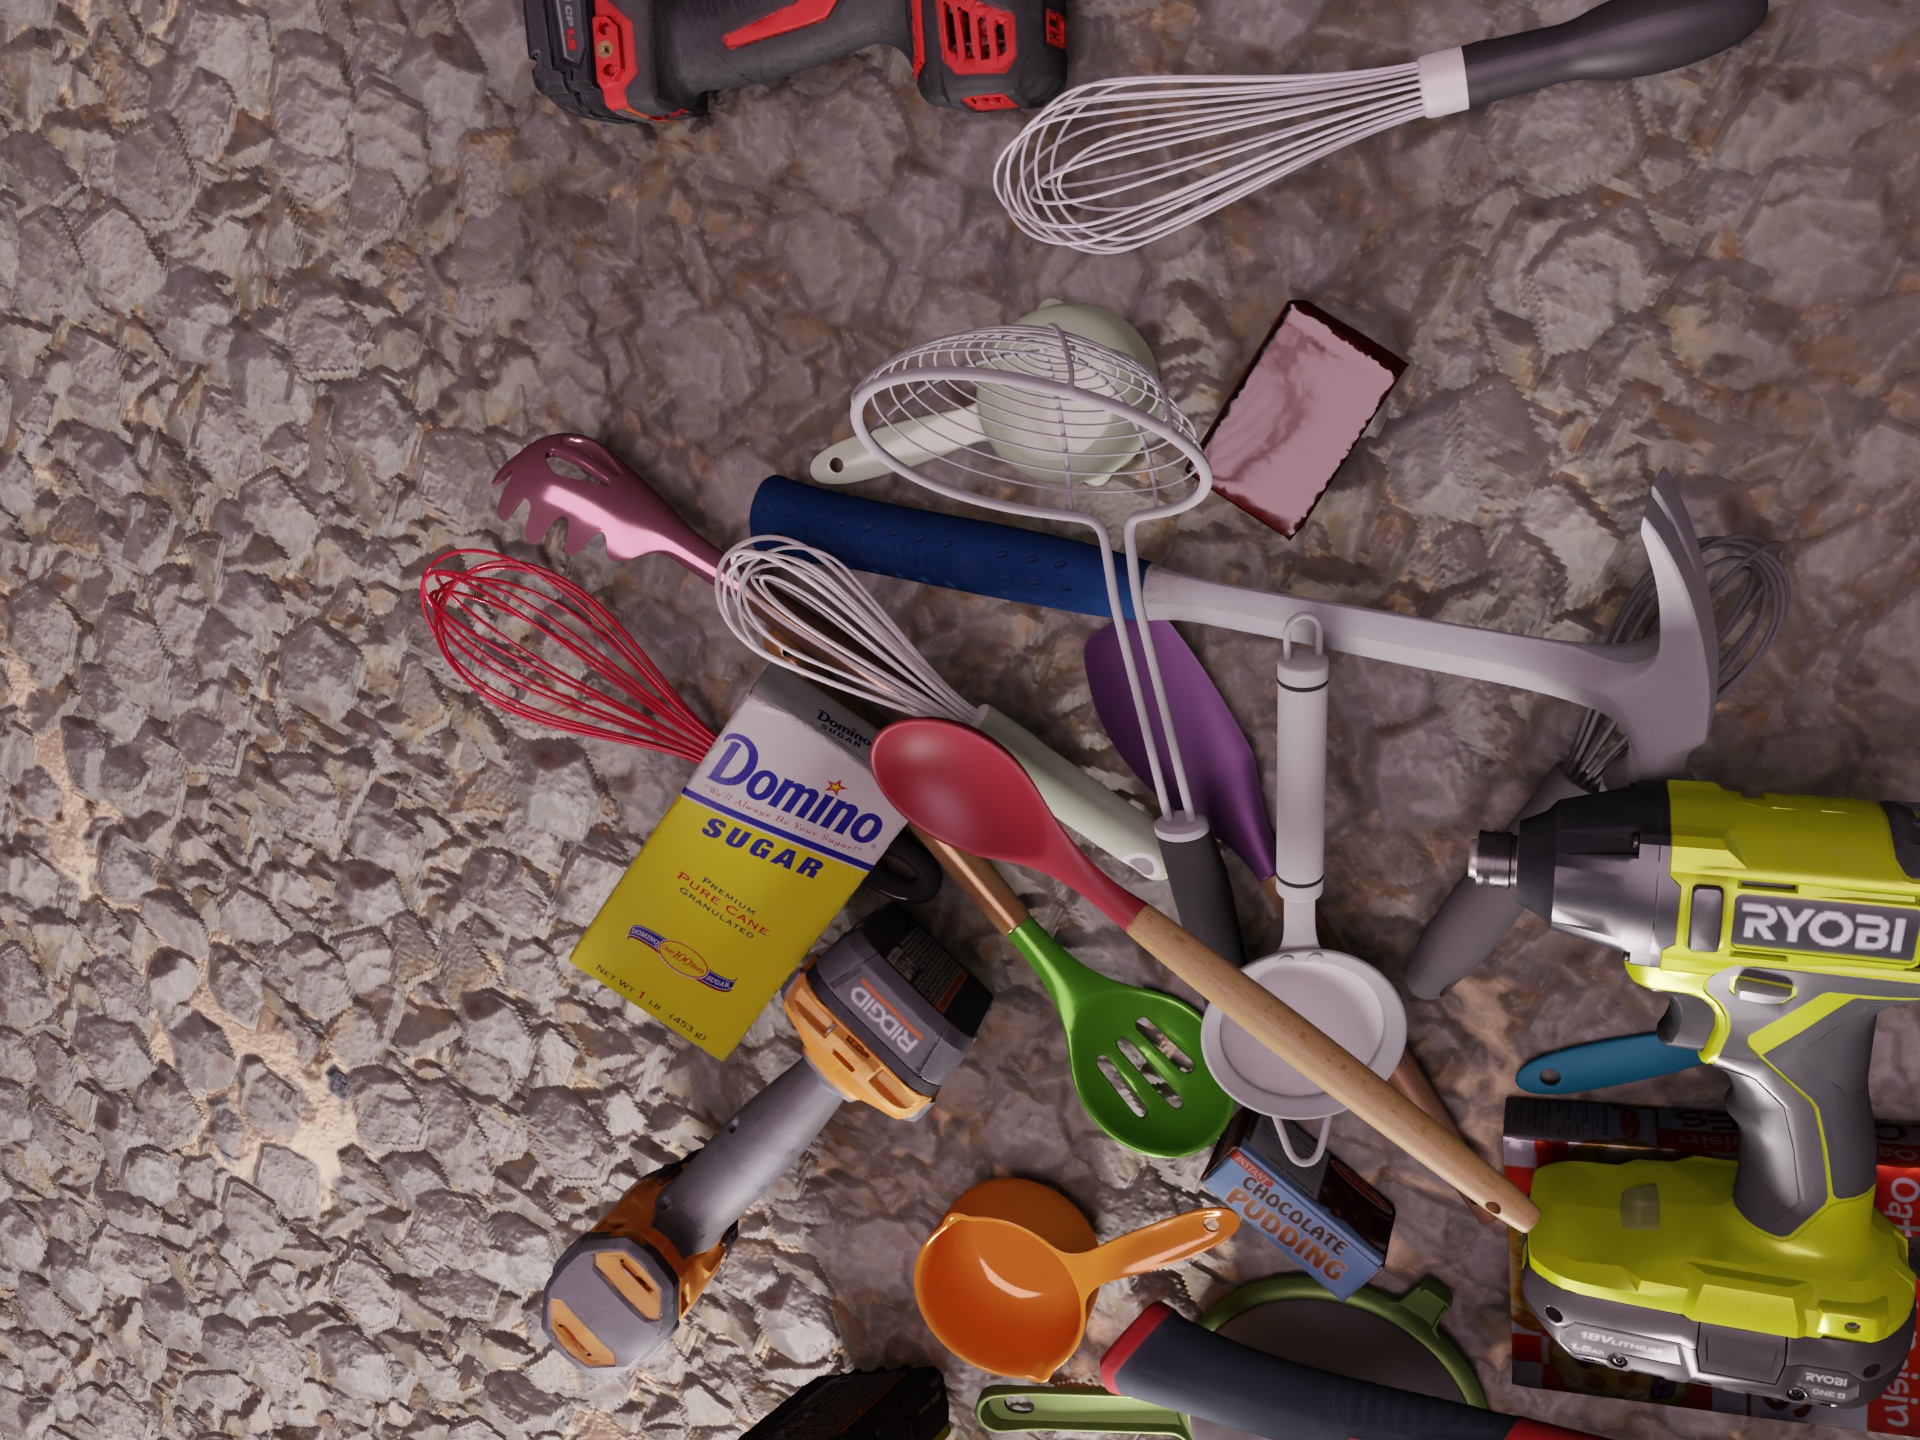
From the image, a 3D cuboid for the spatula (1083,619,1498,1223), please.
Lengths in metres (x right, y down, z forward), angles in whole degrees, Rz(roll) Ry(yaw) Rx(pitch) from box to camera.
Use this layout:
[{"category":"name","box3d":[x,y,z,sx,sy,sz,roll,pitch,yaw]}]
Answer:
[{"category":"spatula","box3d":[0.151,0.090,0.709,0.060,0.018,0.316,-33,91,35]}]

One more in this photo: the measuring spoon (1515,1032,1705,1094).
[{"category":"measuring spoon","box3d":[0.298,0.143,0.666,0.128,0.021,0.042,-18,98,23]}]

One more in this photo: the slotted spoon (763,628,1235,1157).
[{"category":"slotted spoon","box3d":[0.012,0.075,0.750,0.070,0.031,0.314,-40,85,-7]}]

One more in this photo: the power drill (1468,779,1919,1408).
[{"category":"power drill","box3d":[0.271,0.129,0.576,0.171,0.080,0.223,3,116,20]}]

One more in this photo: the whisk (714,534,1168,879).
[{"category":"whisk","box3d":[-0.001,-0.002,0.701,0.246,0.059,0.058,34,149,-9]}]

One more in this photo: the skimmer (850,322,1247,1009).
[{"category":"skimmer","box3d":[0.061,0.011,0.620,0.127,0.090,0.363,4,127,34]}]

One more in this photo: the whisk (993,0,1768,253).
[{"category":"whisk","box3d":[0.149,-0.233,0.600,0.284,0.070,0.070,-9,102,18]}]

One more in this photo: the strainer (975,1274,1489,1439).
[{"category":"strainer","box3d":[0.121,0.349,0.764,0.256,0.069,0.151,-7,102,21]}]

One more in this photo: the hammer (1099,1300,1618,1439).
[{"category":"hammer","box3d":[0.233,0.316,0.639,0.386,0.038,0.143,0,88,33]}]

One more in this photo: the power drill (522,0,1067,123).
[{"category":"power drill","box3d":[-0.065,-0.318,0.645,0.220,0.078,0.143,2,106,17]}]

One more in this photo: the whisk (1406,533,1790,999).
[{"category":"whisk","box3d":[0.248,0.026,0.640,0.055,0.055,0.239,32,117,9]}]

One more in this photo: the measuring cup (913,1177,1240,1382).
[{"category":"measuring cup","box3d":[0.061,0.254,0.771,0.173,0.052,0.095,-27,94,23]}]

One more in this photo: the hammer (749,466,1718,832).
[{"category":"hammer","box3d":[0.087,-0.056,0.641,0.406,0.035,0.144,14,132,27]}]

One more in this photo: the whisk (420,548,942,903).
[{"category":"whisk","box3d":[-0.137,0.006,0.774,0.296,0.073,0.073,31,113,2]}]

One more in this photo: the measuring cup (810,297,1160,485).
[{"category":"measuring cup","box3d":[0.003,-0.128,0.690,0.167,0.038,0.083,-13,100,21]}]

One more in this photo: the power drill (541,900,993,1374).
[{"category":"power drill","box3d":[-0.087,0.193,0.764,0.084,0.185,0.226,44,96,4]}]

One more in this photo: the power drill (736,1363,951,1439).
[{"category":"power drill","box3d":[-0.033,0.457,0.806,0.080,0.190,0.228,-15,85,24]}]

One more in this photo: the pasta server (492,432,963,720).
[{"category":"pasta server","box3d":[-0.080,-0.043,0.744,0.316,0.060,0.040,34,141,1]}]

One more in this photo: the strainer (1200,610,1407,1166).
[{"category":"strainer","box3d":[0.140,0.071,0.651,0.087,0.050,0.258,-4,120,4]}]

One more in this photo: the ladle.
[{"category":"ladle","box3d":[0.091,0.094,0.632,0.315,0.031,0.069,37,138,18]}]
